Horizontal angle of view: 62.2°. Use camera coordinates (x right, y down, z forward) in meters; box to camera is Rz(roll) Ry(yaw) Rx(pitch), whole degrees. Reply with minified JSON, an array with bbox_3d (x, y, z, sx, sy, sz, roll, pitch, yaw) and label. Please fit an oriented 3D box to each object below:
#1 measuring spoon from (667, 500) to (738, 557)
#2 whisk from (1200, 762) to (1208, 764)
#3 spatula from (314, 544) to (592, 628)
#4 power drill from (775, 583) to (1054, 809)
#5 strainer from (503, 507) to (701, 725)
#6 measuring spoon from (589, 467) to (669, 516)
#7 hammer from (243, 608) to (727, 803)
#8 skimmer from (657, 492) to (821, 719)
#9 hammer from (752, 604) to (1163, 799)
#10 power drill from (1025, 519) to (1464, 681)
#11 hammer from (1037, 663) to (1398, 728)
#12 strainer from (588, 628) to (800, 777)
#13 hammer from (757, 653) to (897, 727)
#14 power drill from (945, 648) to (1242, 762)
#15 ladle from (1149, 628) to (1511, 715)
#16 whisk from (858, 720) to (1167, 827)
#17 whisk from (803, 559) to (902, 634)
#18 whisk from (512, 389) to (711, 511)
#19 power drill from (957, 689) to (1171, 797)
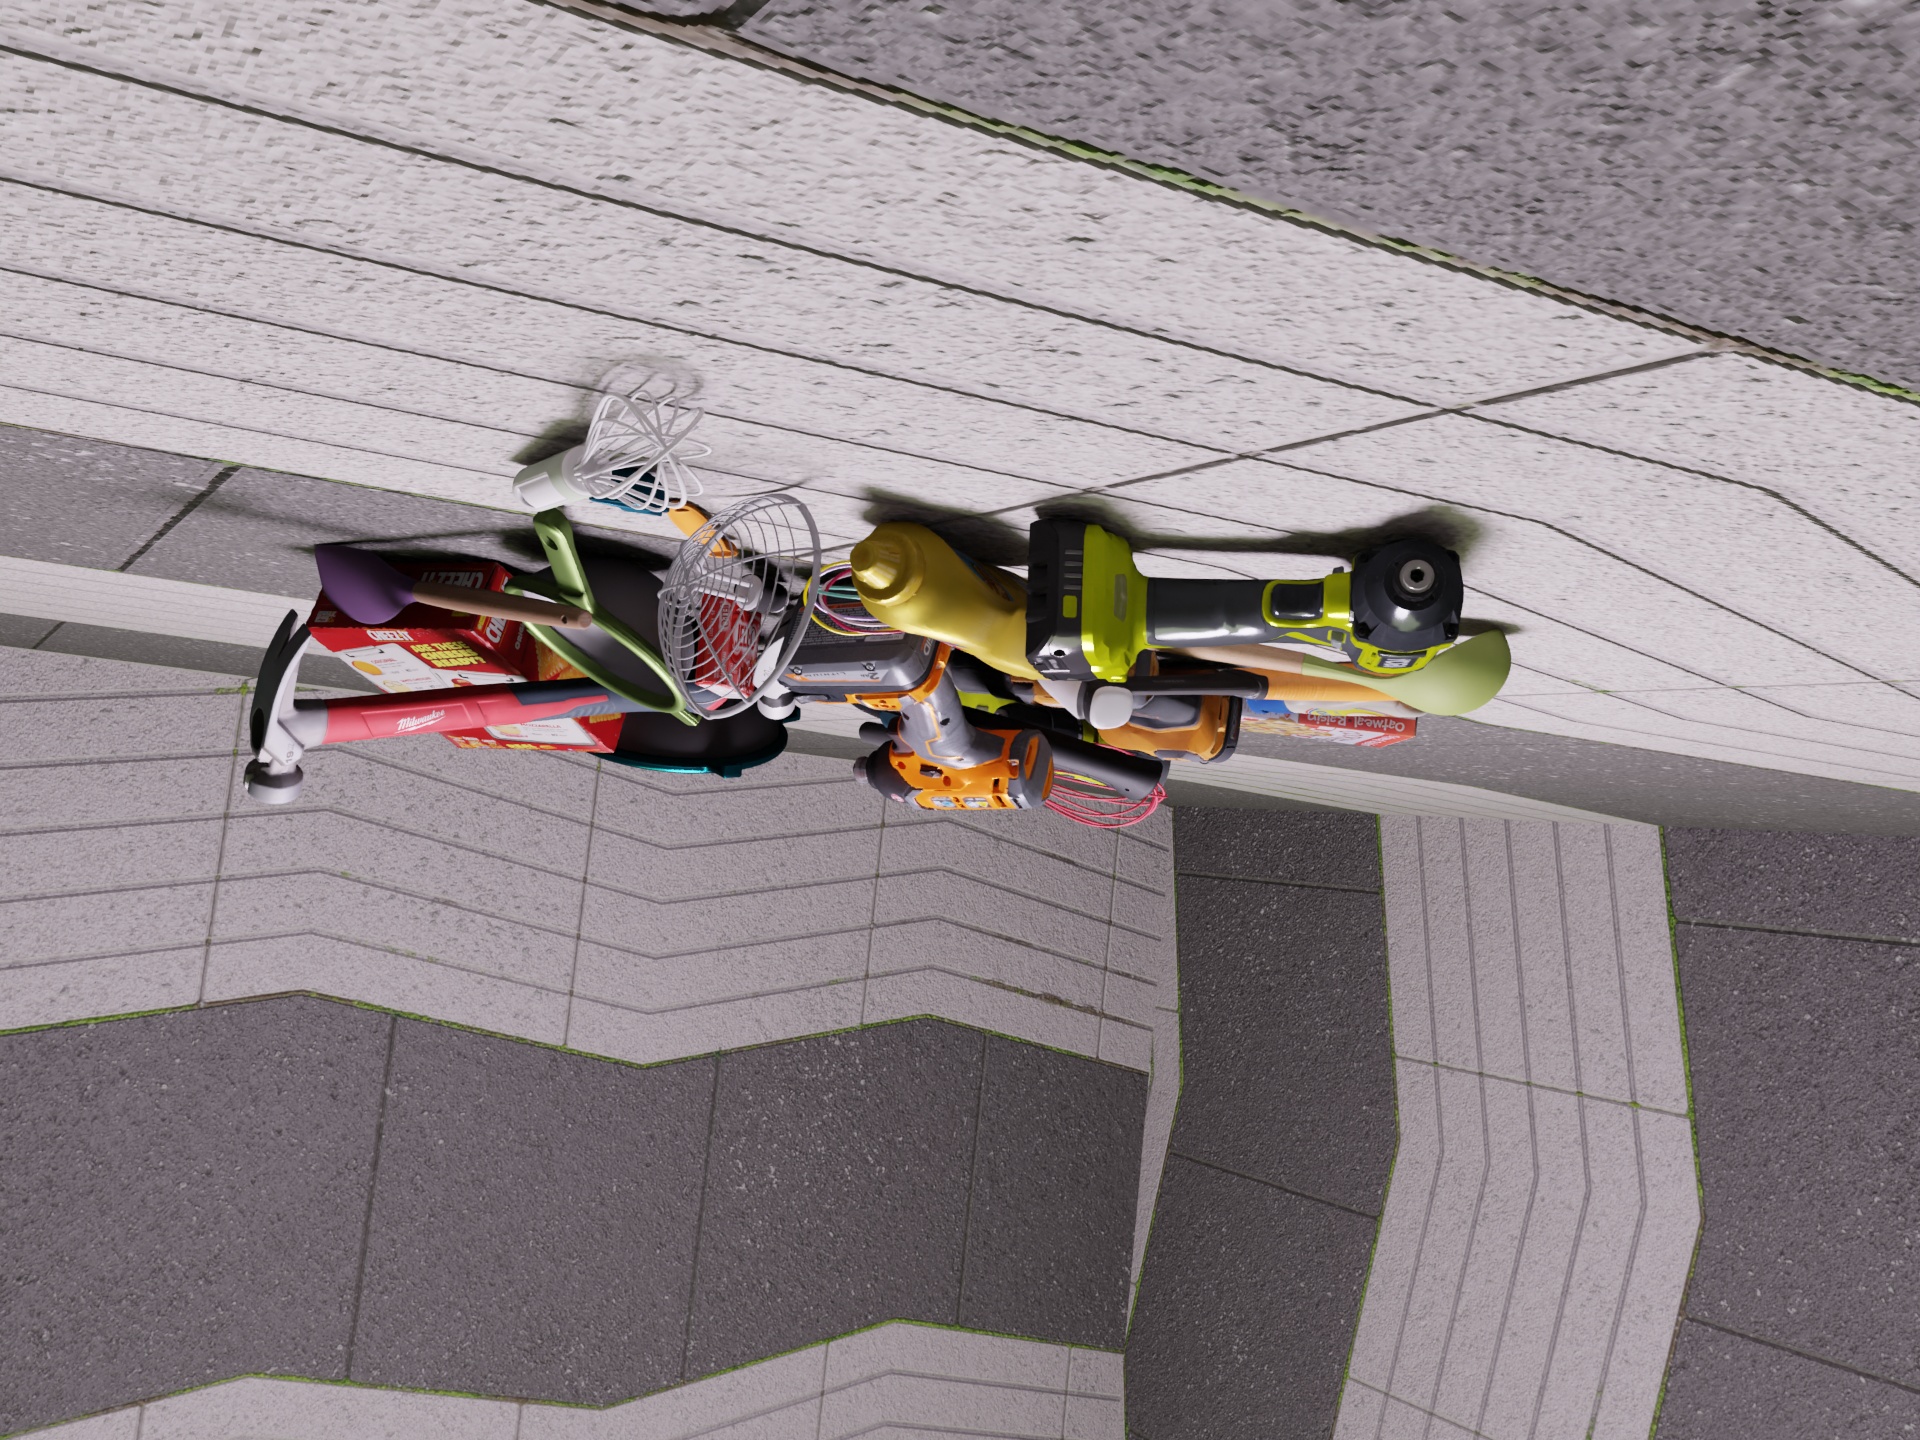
[{"bbox_3d":[-0.156,-0.118,0.963,0.021,0.011,0.117,-4,171,6],"label":"measuring spoon"},{"bbox_3d":[0.187,-0.013,1.529,0.070,0.070,0.284,2,169,36],"label":"whisk"},{"bbox_3d":[-0.366,-0.086,1.124,0.316,0.059,0.018,10,-155,37],"label":"spatula"},{"bbox_3d":[-0.044,-0.006,1.178,0.164,0.084,0.226,-2,146,28],"label":"power drill"},{"bbox_3d":[-0.241,-0.094,1.082,0.151,0.069,0.256,29,160,9],"label":"strainer"},{"bbox_3d":[-0.177,-0.126,0.879,0.042,0.021,0.128,8,-176,-7],"label":"measuring spoon"},{"bbox_3d":[-0.333,-0.026,1.200,0.386,0.143,0.038,-8,-139,-45],"label":"hammer"},{"bbox_3d":[-0.115,-0.069,0.983,0.090,0.127,0.363,24,-177,1],"label":"skimmer"},{"bbox_3d":[-0.002,-0.004,1.267,0.335,0.035,0.146,18,150,2],"label":"hammer"},{"bbox_3d":[0.151,-0.064,0.854,0.223,0.080,0.171,1,175,11],"label":"power drill"},{"bbox_3d":[0.224,-0.029,1.168,0.336,0.034,0.127,0,-161,-19],"label":"hammer"},{"bbox_3d":[-0.319,-0.046,1.458,0.340,0.095,0.211,13,-161,8],"label":"strainer"},{"bbox_3d":[-0.096,-0.026,1.478,0.128,0.033,0.331,4,-173,-20],"label":"hammer"},{"bbox_3d":[0.113,-0.024,1.329,0.185,0.084,0.226,2,170,37],"label":"power drill"},{"bbox_3d":[0.216,-0.056,1.109,0.320,0.062,0.078,11,179,22],"label":"ladle"},{"bbox_3d":[0.039,0.037,1.375,0.296,0.073,0.073,12,178,26],"label":"whisk"},{"bbox_3d":[0.019,-0.075,1.051,0.245,0.047,0.051,3,179,-9],"label":"whisk"},{"bbox_3d":[-0.176,-0.119,0.758,0.057,0.059,0.246,50,160,-21],"label":"whisk"},{"bbox_3d":[0.064,0.010,1.524,0.190,0.080,0.229,17,180,-34],"label":"power drill"}]
